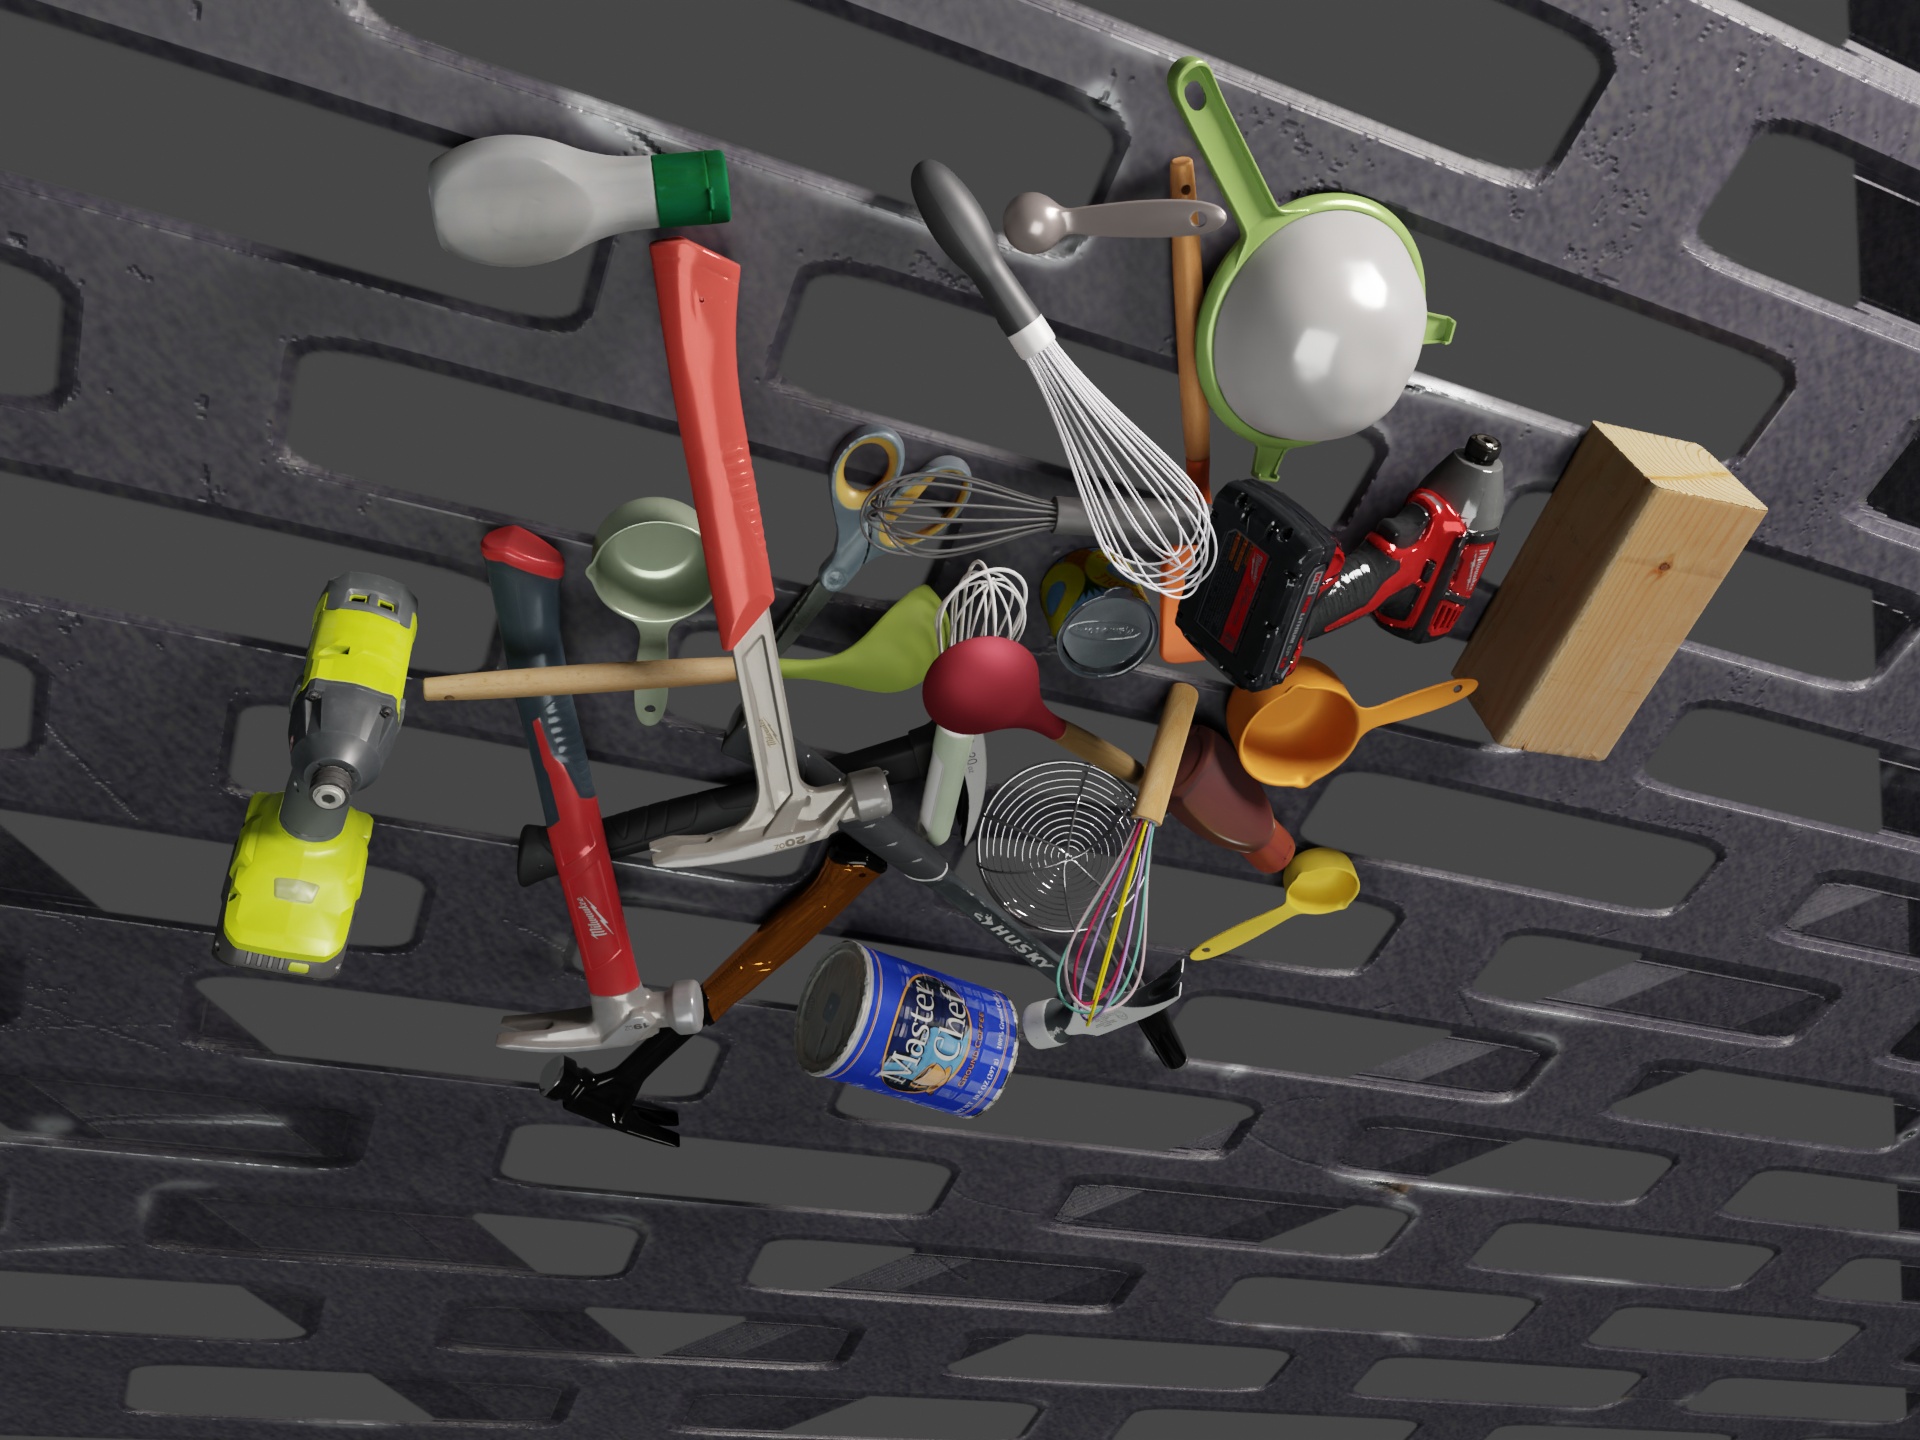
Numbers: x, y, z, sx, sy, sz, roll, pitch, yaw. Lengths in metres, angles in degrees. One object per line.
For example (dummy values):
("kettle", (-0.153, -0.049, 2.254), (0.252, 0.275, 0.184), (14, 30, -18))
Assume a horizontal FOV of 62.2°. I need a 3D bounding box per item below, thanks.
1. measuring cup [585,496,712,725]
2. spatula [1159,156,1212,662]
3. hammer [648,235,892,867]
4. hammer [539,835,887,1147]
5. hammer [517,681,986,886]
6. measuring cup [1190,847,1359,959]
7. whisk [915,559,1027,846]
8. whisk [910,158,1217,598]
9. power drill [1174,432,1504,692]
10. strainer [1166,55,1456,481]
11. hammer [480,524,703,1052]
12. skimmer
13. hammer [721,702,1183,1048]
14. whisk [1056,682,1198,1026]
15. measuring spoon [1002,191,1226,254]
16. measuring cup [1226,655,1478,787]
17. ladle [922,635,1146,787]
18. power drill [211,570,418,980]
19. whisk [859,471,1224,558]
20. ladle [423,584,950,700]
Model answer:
("measuring cup", (-0.190, -0.067, 0.984), (0.083, 0.038, 0.167), (0, 135, -14))
("spatula", (0.146, -0.178, 0.964), (0.081, 0.041, 0.322), (-12, 128, -2))
("hammer", (-0.137, -0.089, 0.907), (0.149, 0.037, 0.358), (-13, 113, -11))
("hammer", (-0.170, 0.204, 1.202), (0.127, 0.034, 0.337), (33, 115, -31))
("hammer", (-0.143, 0.059, 1.092), (0.335, 0.035, 0.146), (-15, 129, 0))
("measuring cup", (0.243, 0.147, 1.260), (0.156, 0.029, 0.062), (-34, 128, 29))
("whisk", (-0.002, -0.003, 1.013), (0.059, 0.058, 0.246), (-12, 139, -24))
("whisk", (0.057, -0.186, 0.887), (0.070, 0.070, 0.284), (-32, 107, 13))
("power drill", (0.249, -0.103, 0.988), (0.219, 0.079, 0.143), (-14, 136, -33))
("strainer", (0.188, -0.251, 0.880), (0.151, 0.069, 0.256), (-38, 127, 3))
("hammer", (-0.267, 0.059, 1.029), (0.143, 0.038, 0.386), (-6, 121, -2))
("skimmer", (0.117, 0.166, 1.239), (0.127, 0.090, 0.362), (-26, 139, 3))
("hammer", (-0.007, 0.110, 1.081), (0.149, 0.036, 0.408), (-22, 131, 36))
("whisk", (0.118, 0.089, 1.080), (0.051, 0.245, 0.047), (8, 162, 33))
("measuring spoon", (0.081, -0.268, 0.860), (0.124, 0.018, 0.034), (4, 129, 18))
("measuring cup", (0.270, -0.015, 1.115), (0.173, 0.052, 0.095), (-16, 129, -2))
("ladle", (0.071, 0.012, 1.032), (0.069, 0.031, 0.315), (-43, 150, 13))
("power drill", (-0.380, 0.045, 0.944), (0.080, 0.171, 0.223), (14, 127, -22))
("whisk", (0.057, -0.120, 0.956), (0.239, 0.055, 0.055), (1, 128, -11))
("ladle", (-0.160, -0.041, 0.969), (0.320, 0.062, 0.078), (-5, 155, -16))
